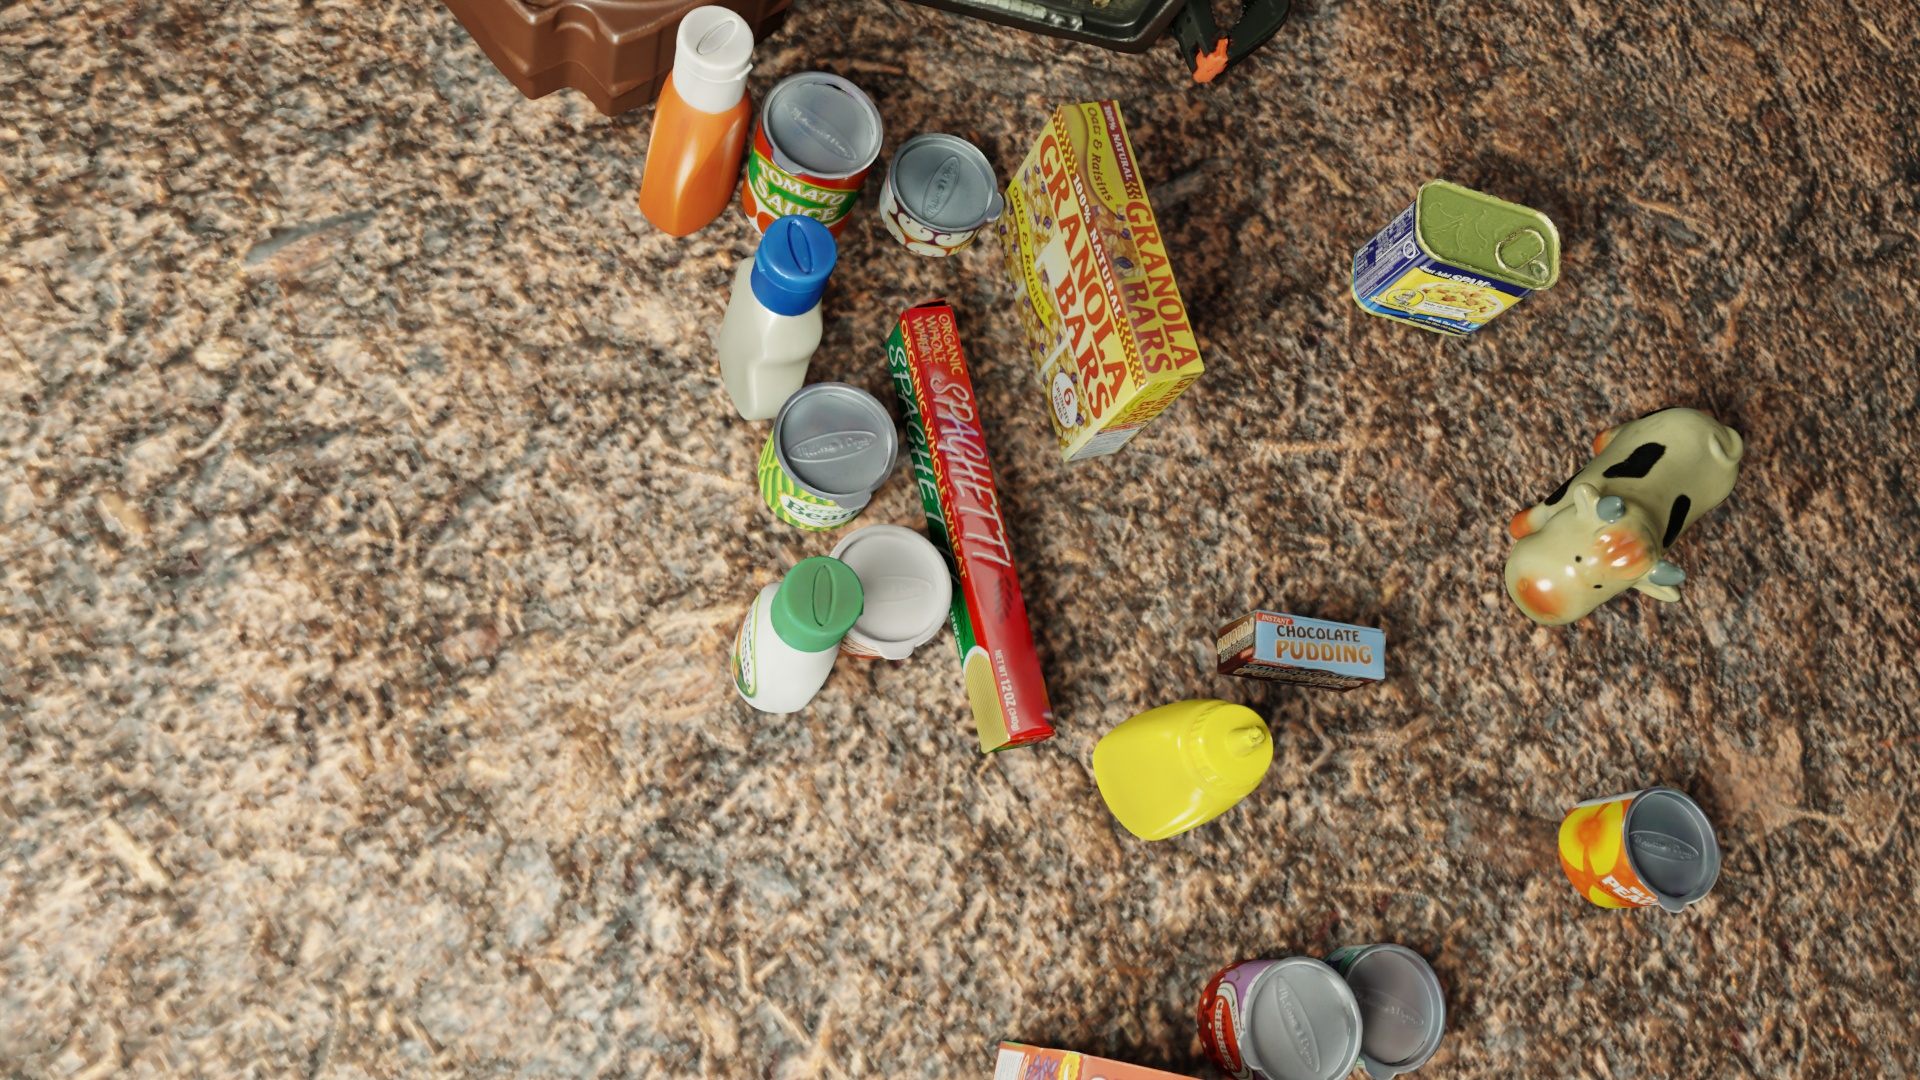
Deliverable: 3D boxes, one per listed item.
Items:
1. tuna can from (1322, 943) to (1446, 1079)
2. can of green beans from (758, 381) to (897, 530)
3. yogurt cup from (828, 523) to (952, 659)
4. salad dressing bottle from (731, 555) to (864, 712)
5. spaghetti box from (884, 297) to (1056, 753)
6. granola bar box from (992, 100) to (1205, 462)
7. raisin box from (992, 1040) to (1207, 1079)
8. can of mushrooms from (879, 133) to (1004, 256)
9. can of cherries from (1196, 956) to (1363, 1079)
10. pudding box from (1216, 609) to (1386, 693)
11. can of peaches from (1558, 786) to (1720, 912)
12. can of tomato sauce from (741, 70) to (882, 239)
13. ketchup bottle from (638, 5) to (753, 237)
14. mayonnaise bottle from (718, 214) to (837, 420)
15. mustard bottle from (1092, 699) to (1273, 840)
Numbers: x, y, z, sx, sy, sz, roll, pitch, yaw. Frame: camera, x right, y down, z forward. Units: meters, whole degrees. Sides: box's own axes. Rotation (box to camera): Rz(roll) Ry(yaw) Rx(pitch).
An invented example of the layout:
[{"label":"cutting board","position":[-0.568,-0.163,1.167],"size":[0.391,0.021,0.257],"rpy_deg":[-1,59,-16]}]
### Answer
[{"label":"tuna can","position":[0.225,0.255,0.753],"size":[0.071,0.032,0.071],"rpy_deg":[5,71,-15]},{"label":"can of green beans","position":[-0.072,-0.044,0.745],"size":[0.071,0.057,0.071],"rpy_deg":[5,71,-15]},{"label":"yogurt cup","position":[-0.044,0.031,0.732],"size":[0.072,0.053,0.072],"rpy_deg":[5,71,-15]},{"label":"salad dressing bottle","position":[-0.079,0.044,0.666],"size":[0.044,0.147,0.064],"rpy_deg":[6,71,-15]},{"label":"spaghetti box","position":[0.003,-0.010,0.762],"size":[0.029,0.050,0.250],"rpy_deg":[-9,75,-19]},{"label":"granola bar box","position":[0.074,-0.143,0.786],"size":[0.039,0.123,0.166],"rpy_deg":[-11,76,-20]},{"label":"raisin box","position":[0.072,0.265,0.653],"size":[0.086,0.123,0.040],"rpy_deg":[17,69,-11]},{"label":"can of mushrooms","position":[-0.012,-0.205,0.830],"size":[0.071,0.033,0.071],"rpy_deg":[5,71,-15]},{"label":"can of cherries","position":[0.162,0.251,0.721],"size":[0.071,0.058,0.071],"rpy_deg":[5,71,-15]},{"label":"pudding box","position":[0.195,0.064,0.797],"size":[0.084,0.049,0.030],"rpy_deg":[10,70,-14]},{"label":"can of peaches","position":[0.397,0.183,0.815],"size":[0.071,0.058,0.071],"rpy_deg":[5,71,-15]},{"label":"can of tomato sauce","position":[-0.086,-0.210,0.782],"size":[0.071,0.082,0.071],"rpy_deg":[5,72,-15]},{"label":"ketchup bottle","position":[-0.136,-0.220,0.734],"size":[0.043,0.148,0.065],"rpy_deg":[38,66,-3]},{"label":"mayonnaise bottle","position":[-0.094,-0.115,0.713],"size":[0.041,0.147,0.065],"rpy_deg":[-12,77,-20]},{"label":"mustard bottle","position":[0.118,0.111,0.697],"size":[0.049,0.159,0.065],"rpy_deg":[-24,82,-22]}]
